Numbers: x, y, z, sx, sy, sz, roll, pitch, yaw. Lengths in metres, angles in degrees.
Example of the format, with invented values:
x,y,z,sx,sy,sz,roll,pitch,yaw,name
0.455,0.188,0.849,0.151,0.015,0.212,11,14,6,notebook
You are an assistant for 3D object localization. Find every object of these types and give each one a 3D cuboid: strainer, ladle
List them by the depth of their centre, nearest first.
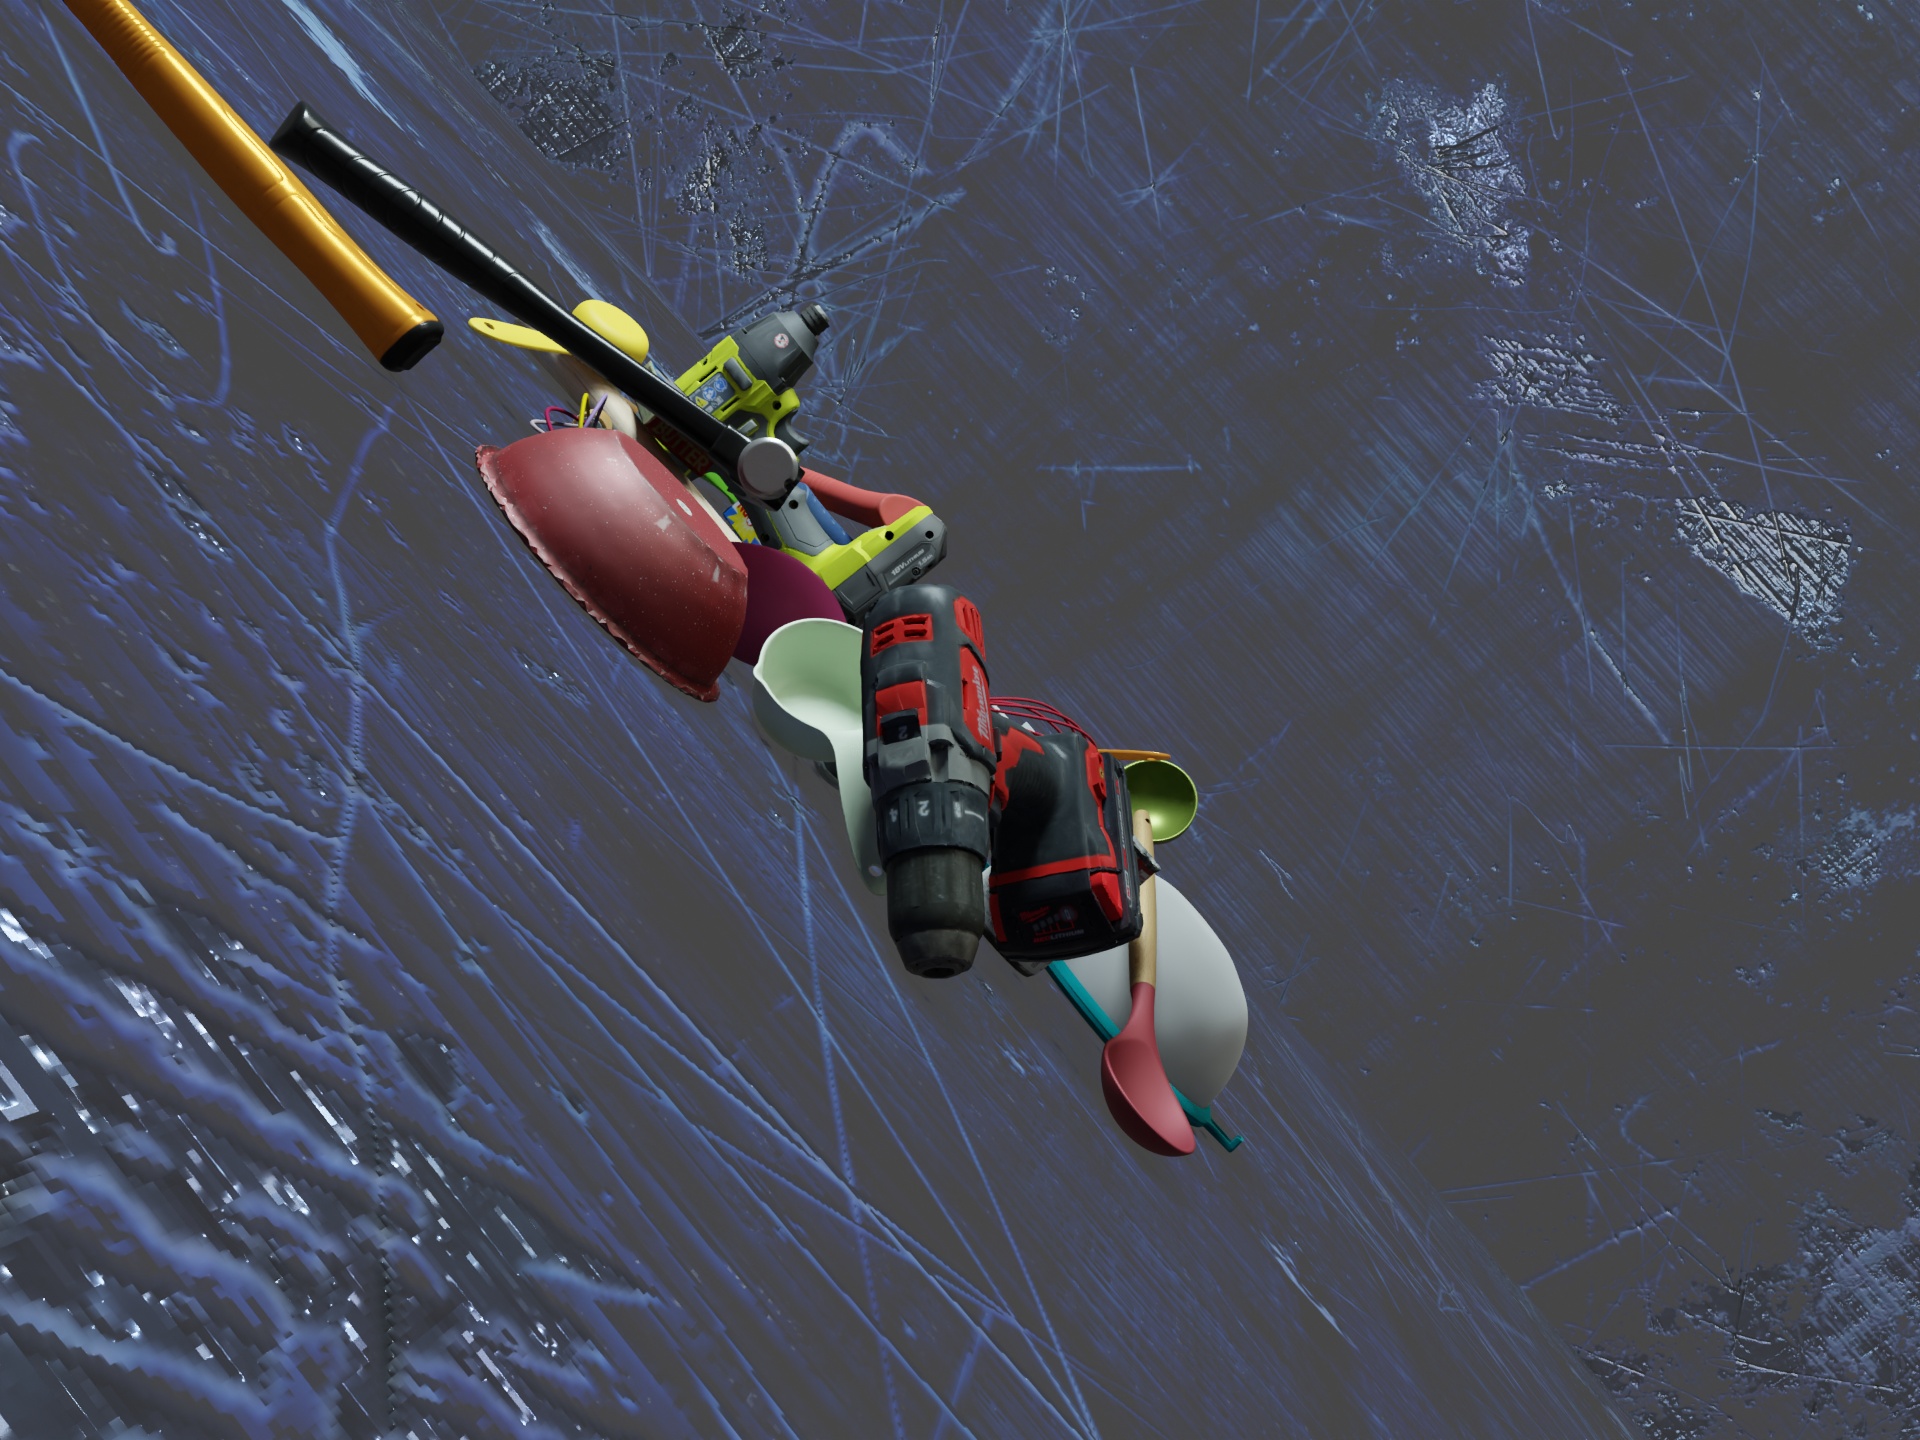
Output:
x,y,z,sx,sy,sz,roll,pitch,yaw,name
0.109,0.144,0.956,0.069,0.031,0.316,43,26,-18,ladle
0.094,0.127,1.064,0.340,0.095,0.211,48,5,-31,strainer
0.065,0.027,1.340,0.320,0.078,0.062,24,-26,-26,ladle

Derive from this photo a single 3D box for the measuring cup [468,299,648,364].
x,y,z,sx,sy,sz,roll,pitch,yaw,name
-0.259,-0.255,1.034,0.062,0.029,0.156,46,21,13,measuring cup

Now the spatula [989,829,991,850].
x,y,z,sx,sy,sz,roll,pitch,yaw,name
0.023,0.066,1.104,0.082,0.044,0.317,32,-10,28,spatula

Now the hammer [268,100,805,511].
x,y,z,sx,sy,sz,roll,pitch,yaw,name
-0.231,-0.225,0.879,0.334,0.035,0.146,36,0,-9,hammer

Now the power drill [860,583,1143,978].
x,y,z,sx,sy,sz,roll,pitch,yaw,name
0.019,0.058,0.800,0.226,0.080,0.188,44,37,-55,power drill

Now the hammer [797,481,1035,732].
x,y,z,sx,sy,sz,roll,pitch,yaw,name
-0.020,-0.059,1.367,0.405,0.035,0.144,45,-1,-35,hammer

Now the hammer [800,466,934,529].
x,y,z,sx,sy,sz,roll,pitch,yaw,name
-0.132,-0.198,1.364,0.359,0.037,0.149,28,-12,48,hammer

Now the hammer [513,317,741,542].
x,y,z,sx,sy,sz,roll,pitch,yaw,name
-0.167,-0.125,1.050,0.411,0.038,0.146,49,6,10,hammer

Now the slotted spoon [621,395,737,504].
x,y,z,sx,sy,sz,roll,pitch,yaw,name
-0.230,-0.217,1.273,0.070,0.031,0.313,54,7,21,slotted spoon

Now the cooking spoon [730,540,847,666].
x,y,z,sx,sy,sz,roll,pitch,yaw,name
-0.033,-0.002,0.931,0.318,0.068,0.017,38,17,-33,cooking spoon

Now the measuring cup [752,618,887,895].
x,y,z,sx,sy,sz,roll,pitch,yaw,name
-0.061,0.023,0.806,0.083,0.038,0.168,0,54,-23,measuring cup

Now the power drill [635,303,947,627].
x,y,z,sx,sy,sz,roll,pitch,yaw,name
-0.115,-0.179,1.169,0.223,0.171,0.080,52,5,-4,power drill

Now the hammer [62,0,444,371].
x,y,z,sx,sy,sz,roll,pitch,yaw,name
-0.348,-0.284,0.670,0.336,0.034,0.127,48,4,-8,hammer

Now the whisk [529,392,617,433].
x,y,z,sx,sy,sz,roll,pitch,yaw,name
-0.217,-0.162,0.915,0.245,0.051,0.047,-129,-162,-74,whisk

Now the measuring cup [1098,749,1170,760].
x,y,z,sx,sy,sz,roll,pitch,yaw,name
0.073,0.049,1.192,0.095,0.174,0.052,31,61,-59,measuring cup

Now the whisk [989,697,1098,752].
x,y,z,sx,sy,sz,roll,pitch,yaw,name
-0.002,-0.003,1.012,0.295,0.073,0.073,28,18,-45,whisk
